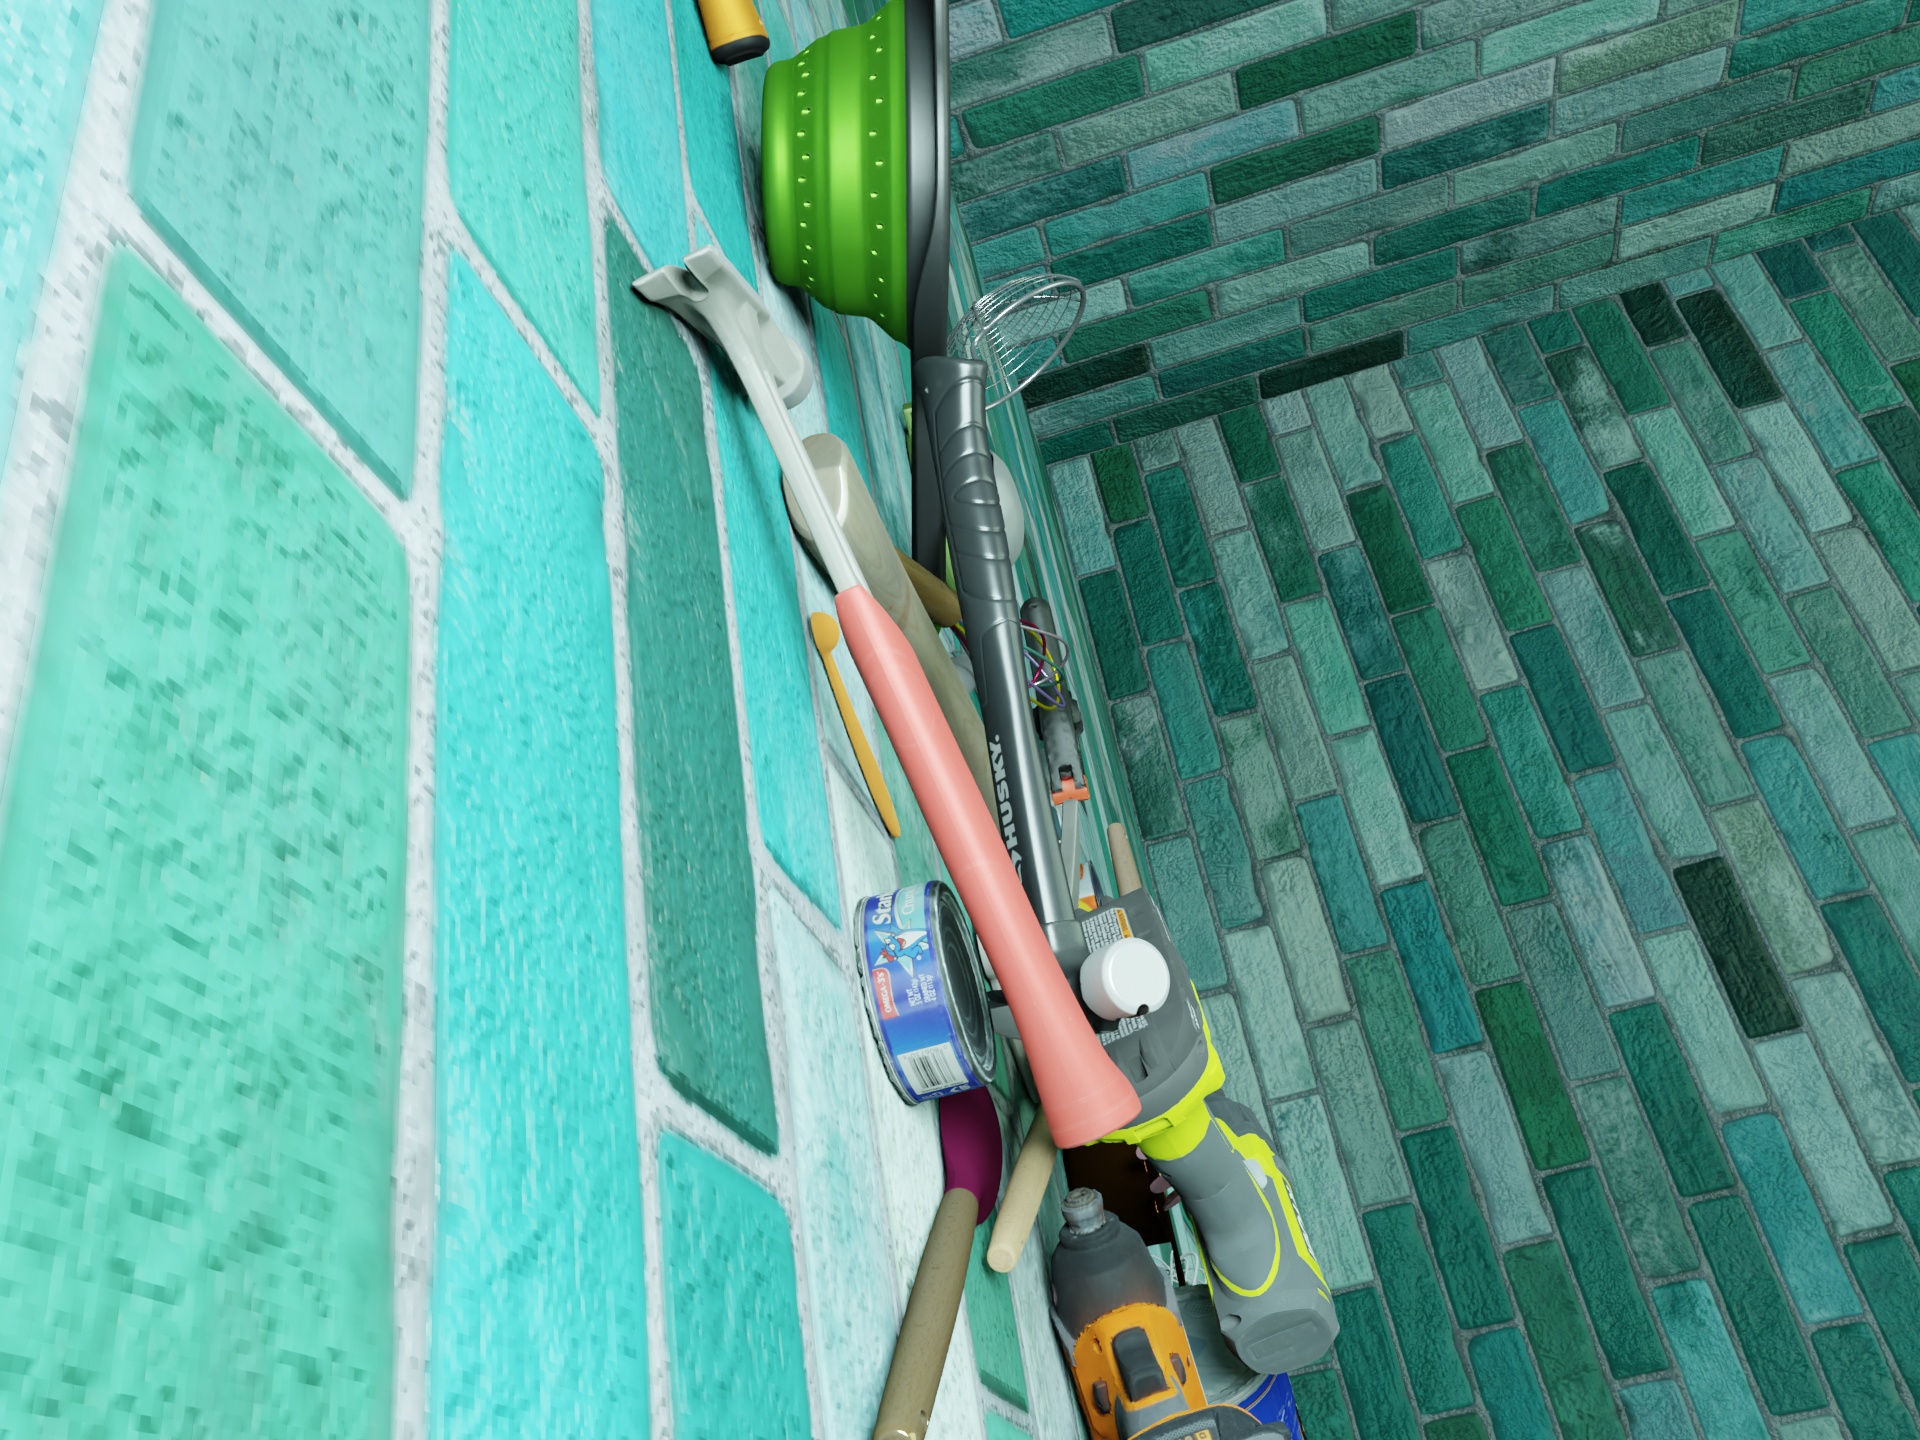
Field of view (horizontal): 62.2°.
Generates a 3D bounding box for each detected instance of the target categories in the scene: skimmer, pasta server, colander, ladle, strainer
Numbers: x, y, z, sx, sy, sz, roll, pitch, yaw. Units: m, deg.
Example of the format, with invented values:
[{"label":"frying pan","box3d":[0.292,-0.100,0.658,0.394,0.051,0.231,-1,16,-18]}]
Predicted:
[{"label":"skimmer","box3d":[0.034,-0.180,1.010,0.090,0.127,0.364,30,33,-21]},{"label":"pasta server","box3d":[0.121,0.179,1.056,0.317,0.040,0.060,-98,161,-52]},{"label":"colander","box3d":[-0.054,-0.213,0.869,0.205,0.094,0.396,-94,-176,-59]},{"label":"ladle","box3d":[0.058,0.210,0.823,0.320,0.062,0.078,-32,125,-78]},{"label":"strainer","box3d":[0.024,-0.119,1.225,0.151,0.069,0.257,54,20,-69]}]

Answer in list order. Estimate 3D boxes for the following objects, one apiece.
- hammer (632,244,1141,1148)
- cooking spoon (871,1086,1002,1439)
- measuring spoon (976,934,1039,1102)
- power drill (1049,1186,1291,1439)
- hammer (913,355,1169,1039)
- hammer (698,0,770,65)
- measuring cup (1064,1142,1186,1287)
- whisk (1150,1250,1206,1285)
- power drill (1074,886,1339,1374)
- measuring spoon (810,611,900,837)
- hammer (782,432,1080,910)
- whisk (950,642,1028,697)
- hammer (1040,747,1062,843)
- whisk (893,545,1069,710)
[{"label":"hammer","box3d":[-0.022,-0.005,0.614,0.149,0.036,0.359,6,59,-82]},{"label":"cooking spoon","box3d":[-0.002,0.194,0.602,0.319,0.017,0.069,-34,108,-83]},{"label":"measuring spoon","box3d":[0.033,0.166,0.907,0.034,0.018,0.124,-87,161,-68]},{"label":"power drill","box3d":[0.091,0.317,0.712,0.226,0.084,0.164,-145,-143,-82]},{"label":"hammer","box3d":[0.016,-0.018,0.738,0.146,0.035,0.335,-37,-121,59]},{"label":"hammer","box3d":[-0.164,-0.505,0.800,0.127,0.034,0.336,-78,152,-75]},{"label":"measuring cup","box3d":[0.108,0.326,1.009,0.095,0.052,0.173,-82,157,-71]},{"label":"whisk","box3d":[0.142,0.433,1.075,0.058,0.059,0.246,37,14,0]},{"label":"power drill","box3d":[0.113,0.200,0.813,0.223,0.080,0.171,59,11,-29]},{"label":"measuring spoon","box3d":[-0.044,0.003,0.715,0.021,0.011,0.116,-89,162,-64]},{"label":"hammer","box3d":[-0.001,-0.003,0.868,0.410,0.038,0.146,63,25,-47]},{"label":"whisk","box3d":[0.007,-0.030,1.038,0.239,0.055,0.055,-35,109,-77]},{"label":"hammer","box3d":[0.053,0.068,1.194,0.331,0.033,0.128,42,34,-76]},{"label":"whisk","box3d":[0.002,-0.059,0.913,0.244,0.051,0.047,31,75,-56]}]
